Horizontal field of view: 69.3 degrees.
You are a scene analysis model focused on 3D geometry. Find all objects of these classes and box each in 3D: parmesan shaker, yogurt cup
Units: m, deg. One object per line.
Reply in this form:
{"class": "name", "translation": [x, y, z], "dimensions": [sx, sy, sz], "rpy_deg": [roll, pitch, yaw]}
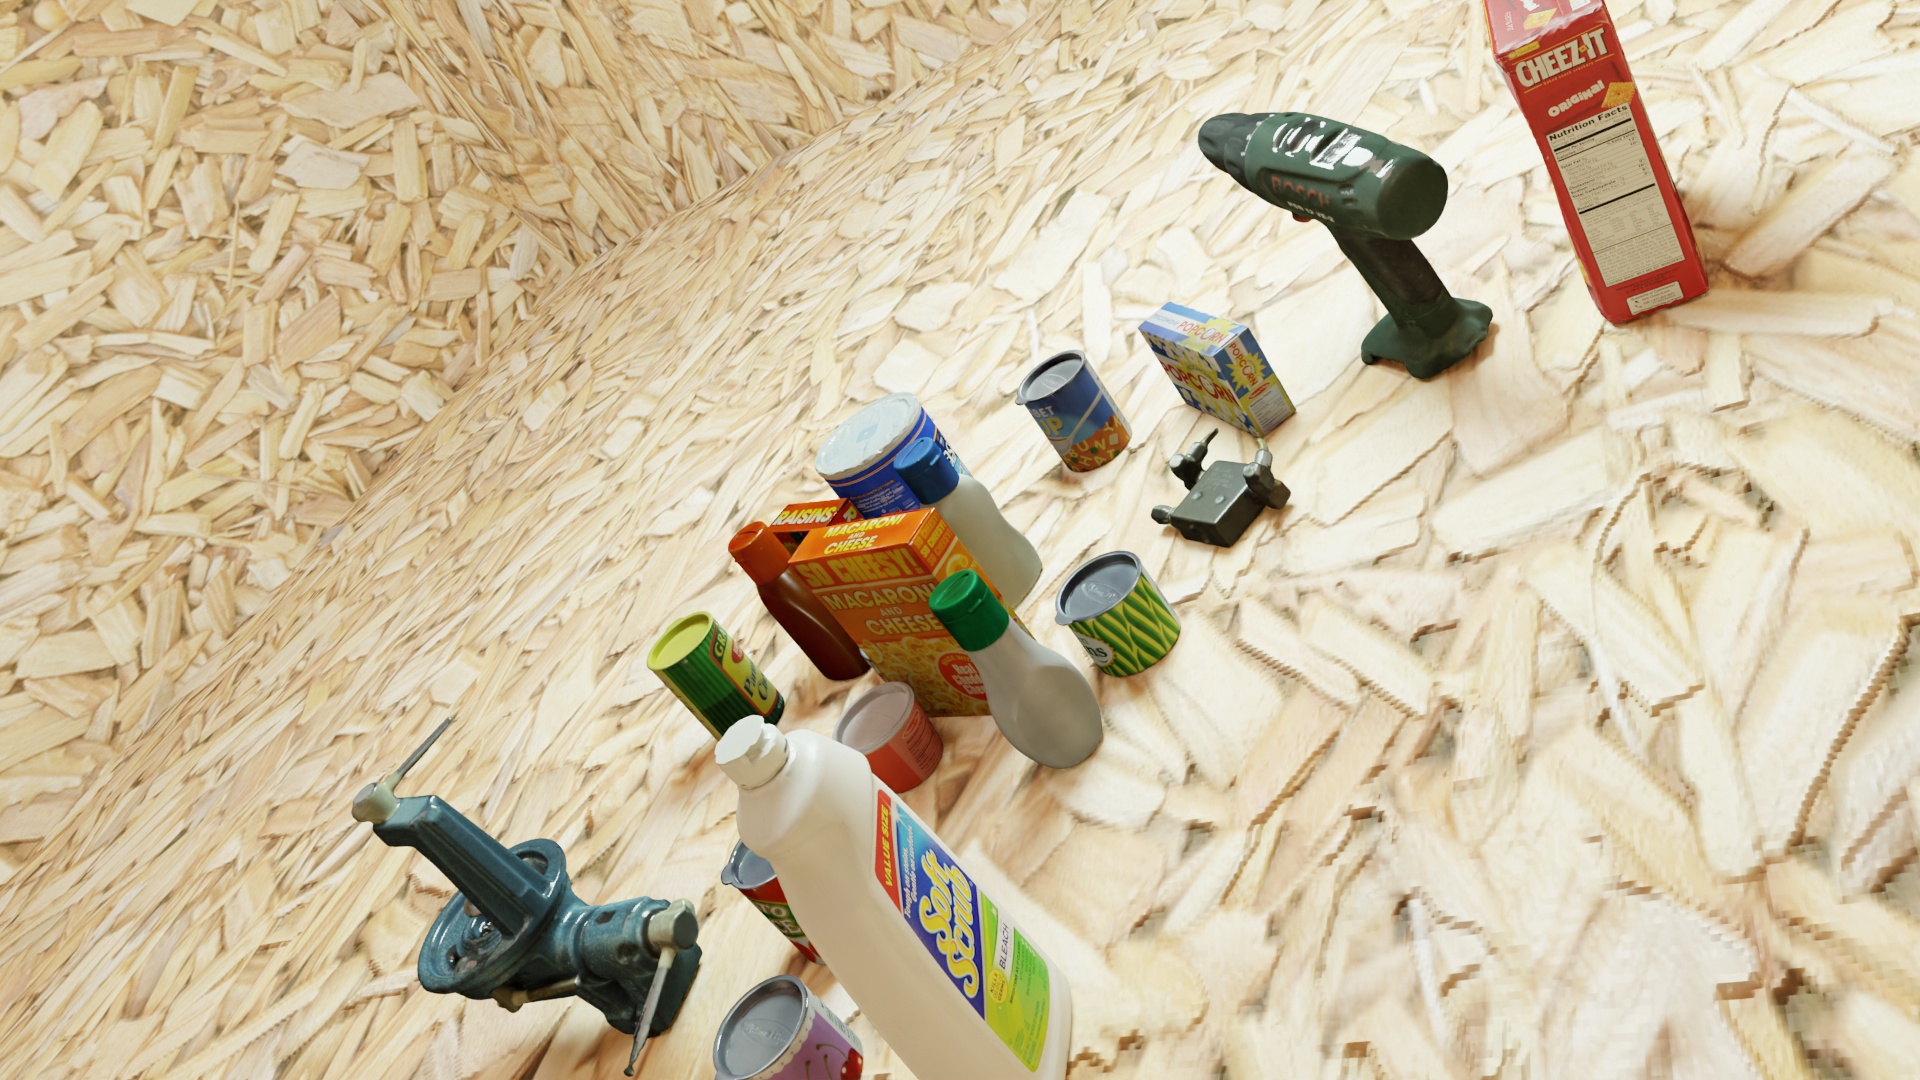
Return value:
{"class": "parmesan shaker", "translation": [-0.201, 0.116, 1.149], "dimensions": [0.071, 0.103, 0.072], "rpy_deg": [-28, 28, 17]}
{"class": "yogurt cup", "translation": [-0.049, 0.142, 0.983], "dimensions": [0.072, 0.053, 0.073], "rpy_deg": [-28, 28, 17]}

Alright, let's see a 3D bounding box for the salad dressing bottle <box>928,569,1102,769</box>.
{"class": "salad dressing bottle", "translation": [0.035, 0.081, 0.877], "dimensions": [0.064, 0.147, 0.044], "rpy_deg": [-44, 27, -14]}

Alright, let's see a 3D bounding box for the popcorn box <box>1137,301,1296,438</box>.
{"class": "popcorn box", "translation": [0.201, -0.137, 1.099], "dimensions": [0.038, 0.085, 0.127], "rpy_deg": [-39, 27, -4]}

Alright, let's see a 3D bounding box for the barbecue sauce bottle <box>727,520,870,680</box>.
{"class": "barbecue sauce bottle", "translation": [-0.129, 0.049, 1.120], "dimensions": [0.065, 0.148, 0.044], "rpy_deg": [-4, 41, 47]}

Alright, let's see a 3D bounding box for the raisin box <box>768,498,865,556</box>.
{"class": "raisin box", "translation": [-0.093, 0.023, 1.147], "dimensions": [0.086, 0.123, 0.040], "rpy_deg": [-3, 42, 48]}

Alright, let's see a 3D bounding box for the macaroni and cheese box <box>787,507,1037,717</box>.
{"class": "macaroni and cheese box", "translation": [-0.024, 0.054, 0.969], "dimensions": [0.123, 0.166, 0.040], "rpy_deg": [-9, 38, 43]}

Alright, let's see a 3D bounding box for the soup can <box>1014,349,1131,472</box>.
{"class": "soup can", "translation": [0.095, -0.107, 1.177], "dimensions": [0.071, 0.083, 0.072], "rpy_deg": [-28, 28, 17]}

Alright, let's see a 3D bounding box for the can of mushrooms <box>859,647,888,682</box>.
{"class": "can of mushrooms", "translation": [-0.044, 0.082, 1.095], "dimensions": [0.071, 0.033, 0.071], "rpy_deg": [-28, 28, 17]}

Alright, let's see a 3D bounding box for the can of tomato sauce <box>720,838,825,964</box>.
{"class": "can of tomato sauce", "translation": [-0.099, 0.220, 0.885], "dimensions": [0.071, 0.083, 0.071], "rpy_deg": [-28, 28, 17]}

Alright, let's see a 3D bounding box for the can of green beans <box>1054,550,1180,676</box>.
{"class": "can of green beans", "translation": [0.107, 0.050, 0.942], "dimensions": [0.071, 0.057, 0.071], "rpy_deg": [-28, 28, 17]}

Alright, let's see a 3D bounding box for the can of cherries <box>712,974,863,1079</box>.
{"class": "can of cherries", "translation": [-0.100, 0.295, 0.794], "dimensions": [0.071, 0.058, 0.072], "rpy_deg": [-28, 28, 17]}

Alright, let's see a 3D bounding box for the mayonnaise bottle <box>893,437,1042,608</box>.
{"class": "mayonnaise bottle", "translation": [0.004, -0.013, 1.064], "dimensions": [0.041, 0.147, 0.065], "rpy_deg": [0, 44, 50]}
